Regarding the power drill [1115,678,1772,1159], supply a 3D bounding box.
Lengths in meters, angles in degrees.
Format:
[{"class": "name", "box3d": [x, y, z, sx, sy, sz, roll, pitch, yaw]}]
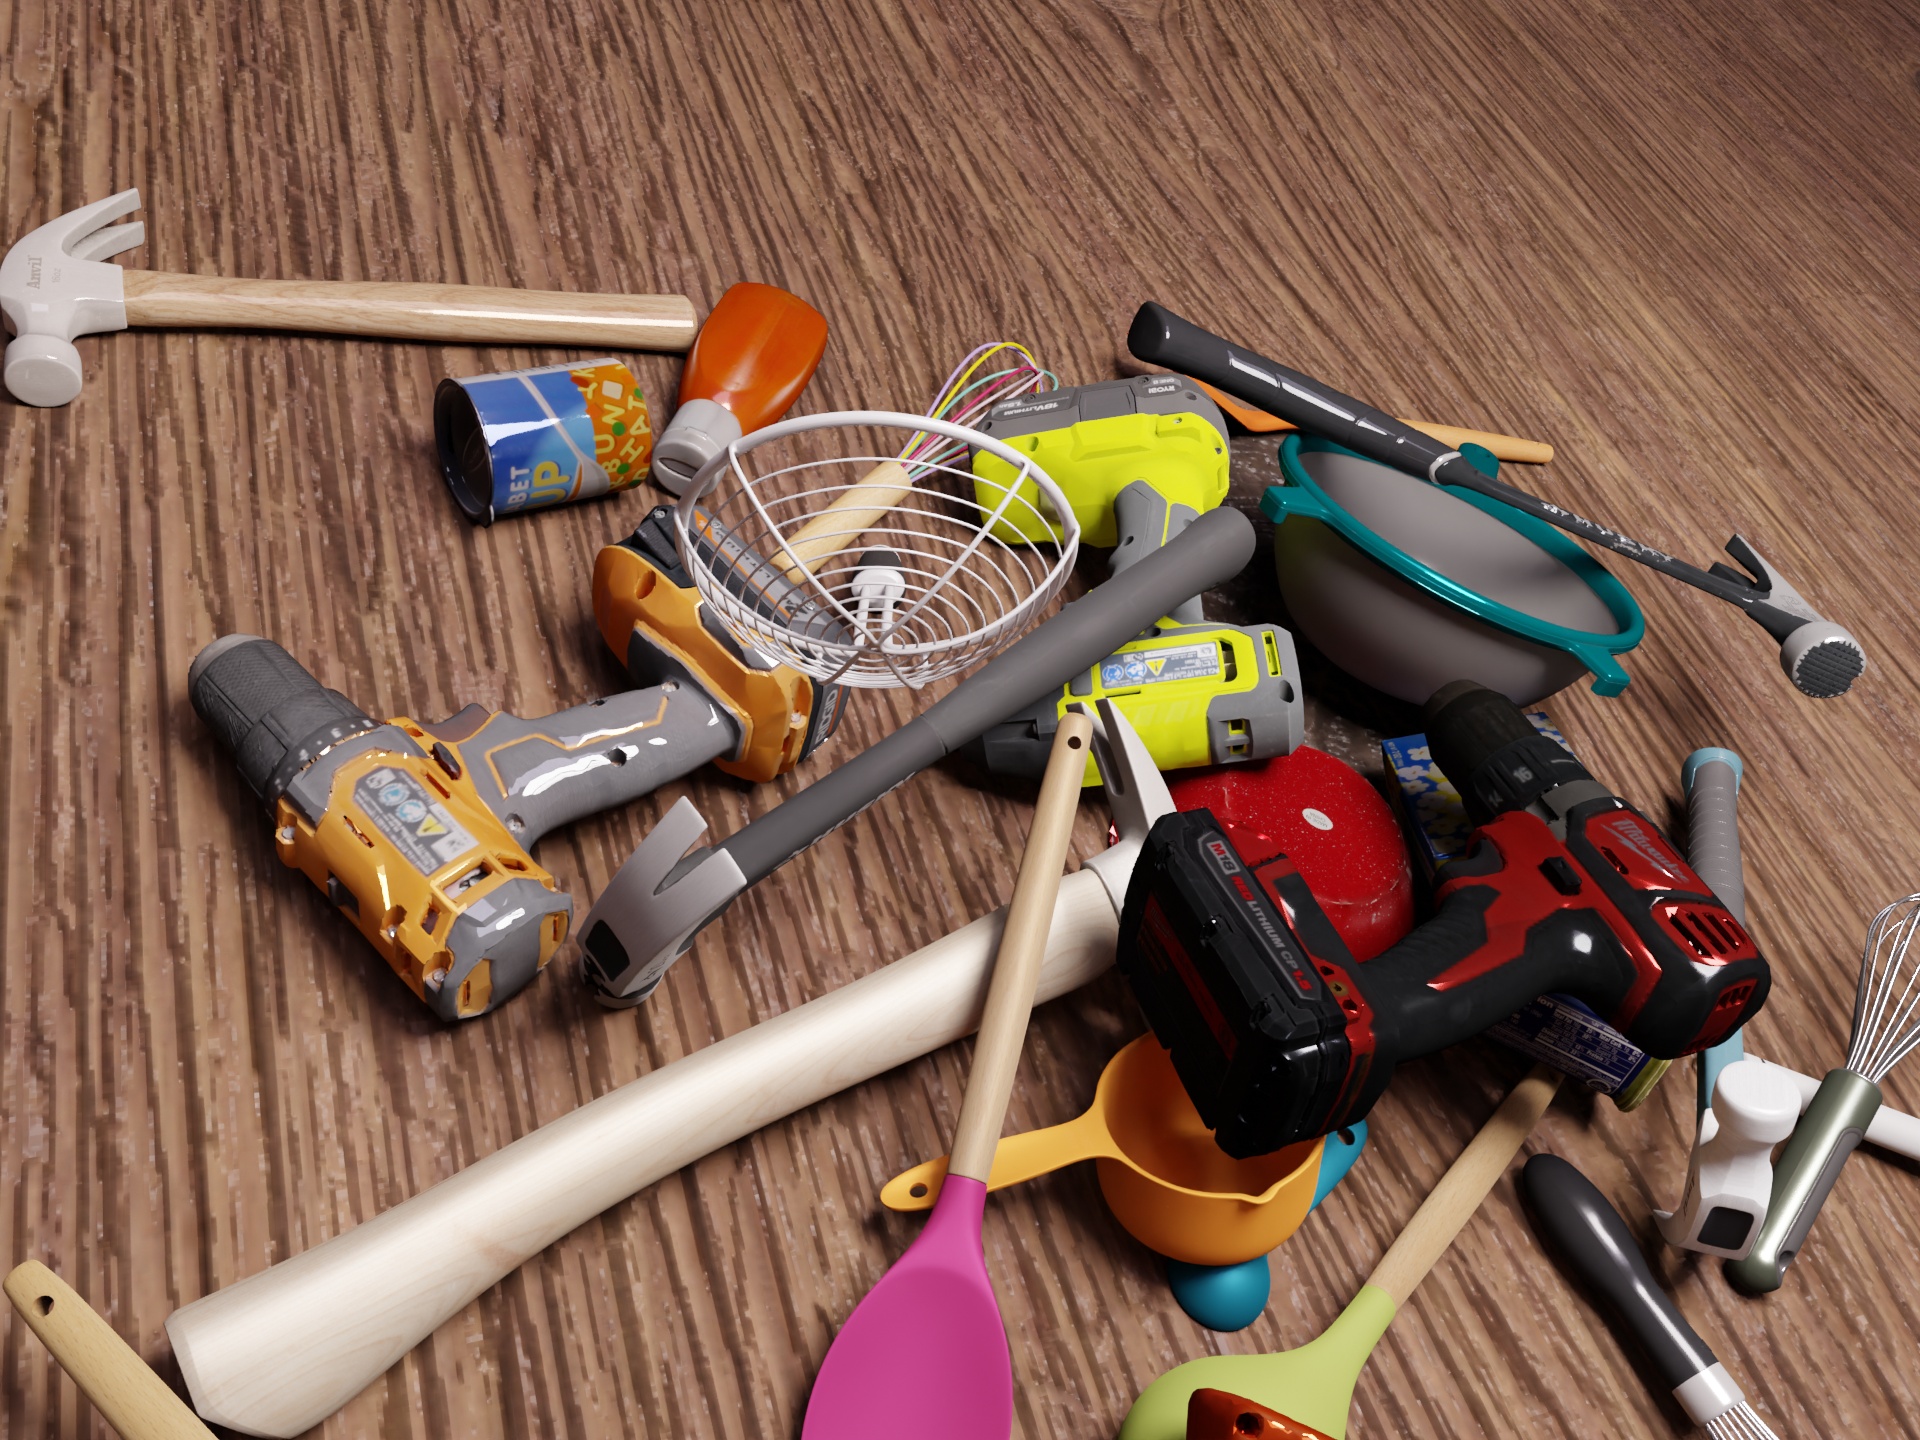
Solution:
[{"class": "power drill", "box3d": [0.178, 0.066, 0.633, 0.226, 0.080, 0.188, -10, 46, -19]}]

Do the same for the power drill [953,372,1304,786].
[{"class": "power drill", "box3d": [0.067, -0.067, 0.785, 0.171, 0.080, 0.223, -7, 48, 7]}]

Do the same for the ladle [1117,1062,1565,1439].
[{"class": "ladle", "box3d": [0.170, 0.220, 0.633, 0.320, 0.062, 0.078, -28, 74, -45]}]

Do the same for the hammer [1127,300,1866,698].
[{"class": "hammer", "box3d": [0.280, -0.132, 0.860, 0.409, 0.036, 0.149, 24, 27, -3]}]

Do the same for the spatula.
[{"class": "spatula", "box3d": [0.256, -0.199, 1.025, 0.322, 0.041, 0.081, 3, 28, -22]}]

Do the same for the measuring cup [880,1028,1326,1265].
[{"class": "measuring cup", "box3d": [0.055, 0.175, 0.609, 0.173, 0.052, 0.095, -12, 35, -12]}]

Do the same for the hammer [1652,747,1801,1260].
[{"class": "hammer", "box3d": [0.358, 0.113, 0.752, 0.033, 0.128, 0.331, 9, 35, 19]}]

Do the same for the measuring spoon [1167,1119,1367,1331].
[{"class": "measuring spoon", "box3d": [0.132, 0.194, 0.643, 0.042, 0.021, 0.128, 44, 51, 17]}]

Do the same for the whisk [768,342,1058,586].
[{"class": "whisk", "box3d": [-0.020, -0.138, 0.861, 0.051, 0.047, 0.245, 28, 49, 19]}]

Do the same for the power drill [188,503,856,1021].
[{"class": "power drill", "box3d": [-0.178, -0.006, 0.655, 0.185, 0.084, 0.226, 40, 52, 16]}]

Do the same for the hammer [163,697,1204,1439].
[{"class": "hammer", "box3d": [-0.073, 0.120, 0.580, 0.410, 0.038, 0.146, -22, 95, -31]}]

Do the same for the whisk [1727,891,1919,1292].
[{"class": "whisk", "box3d": [0.420, 0.165, 0.739, 0.059, 0.057, 0.246, 15, 53, 48]}]

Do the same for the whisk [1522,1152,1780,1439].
[{"class": "whisk", "box3d": [0.313, 0.292, 0.616, 0.070, 0.070, 0.285, -10, 50, -29]}]

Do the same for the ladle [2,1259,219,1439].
[{"class": "ladle", "box3d": [-0.157, 0.263, 0.437, 0.315, 0.031, 0.069, 41, 66, 9]}]

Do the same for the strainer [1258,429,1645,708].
[{"class": "strainer", "box3d": [0.270, -0.088, 0.915, 0.211, 0.095, 0.340, 30, 27, 8]}]

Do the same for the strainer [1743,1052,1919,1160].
[{"class": "strainer", "box3d": [0.478, 0.208, 0.765, 0.258, 0.050, 0.087, 21, 55, 3]}]

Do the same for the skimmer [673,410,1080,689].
[{"class": "skimmer", "box3d": [-0.032, -0.075, 0.631, 0.127, 0.090, 0.363, 1, 10, -3]}]

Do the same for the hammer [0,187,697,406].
[{"class": "hammer", "box3d": [-0.299, -0.212, 0.814, 0.331, 0.031, 0.130, -4, 53, -26]}]

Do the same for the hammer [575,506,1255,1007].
[{"class": "hammer", "box3d": [-0.001, -0.002, 0.631, 0.335, 0.146, 0.035, -34, 82, -27]}]

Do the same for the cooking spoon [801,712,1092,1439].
[{"class": "cooking spoon", "box3d": [0.009, 0.141, 0.576, 0.069, 0.017, 0.319, 15, 67, 0]}]
